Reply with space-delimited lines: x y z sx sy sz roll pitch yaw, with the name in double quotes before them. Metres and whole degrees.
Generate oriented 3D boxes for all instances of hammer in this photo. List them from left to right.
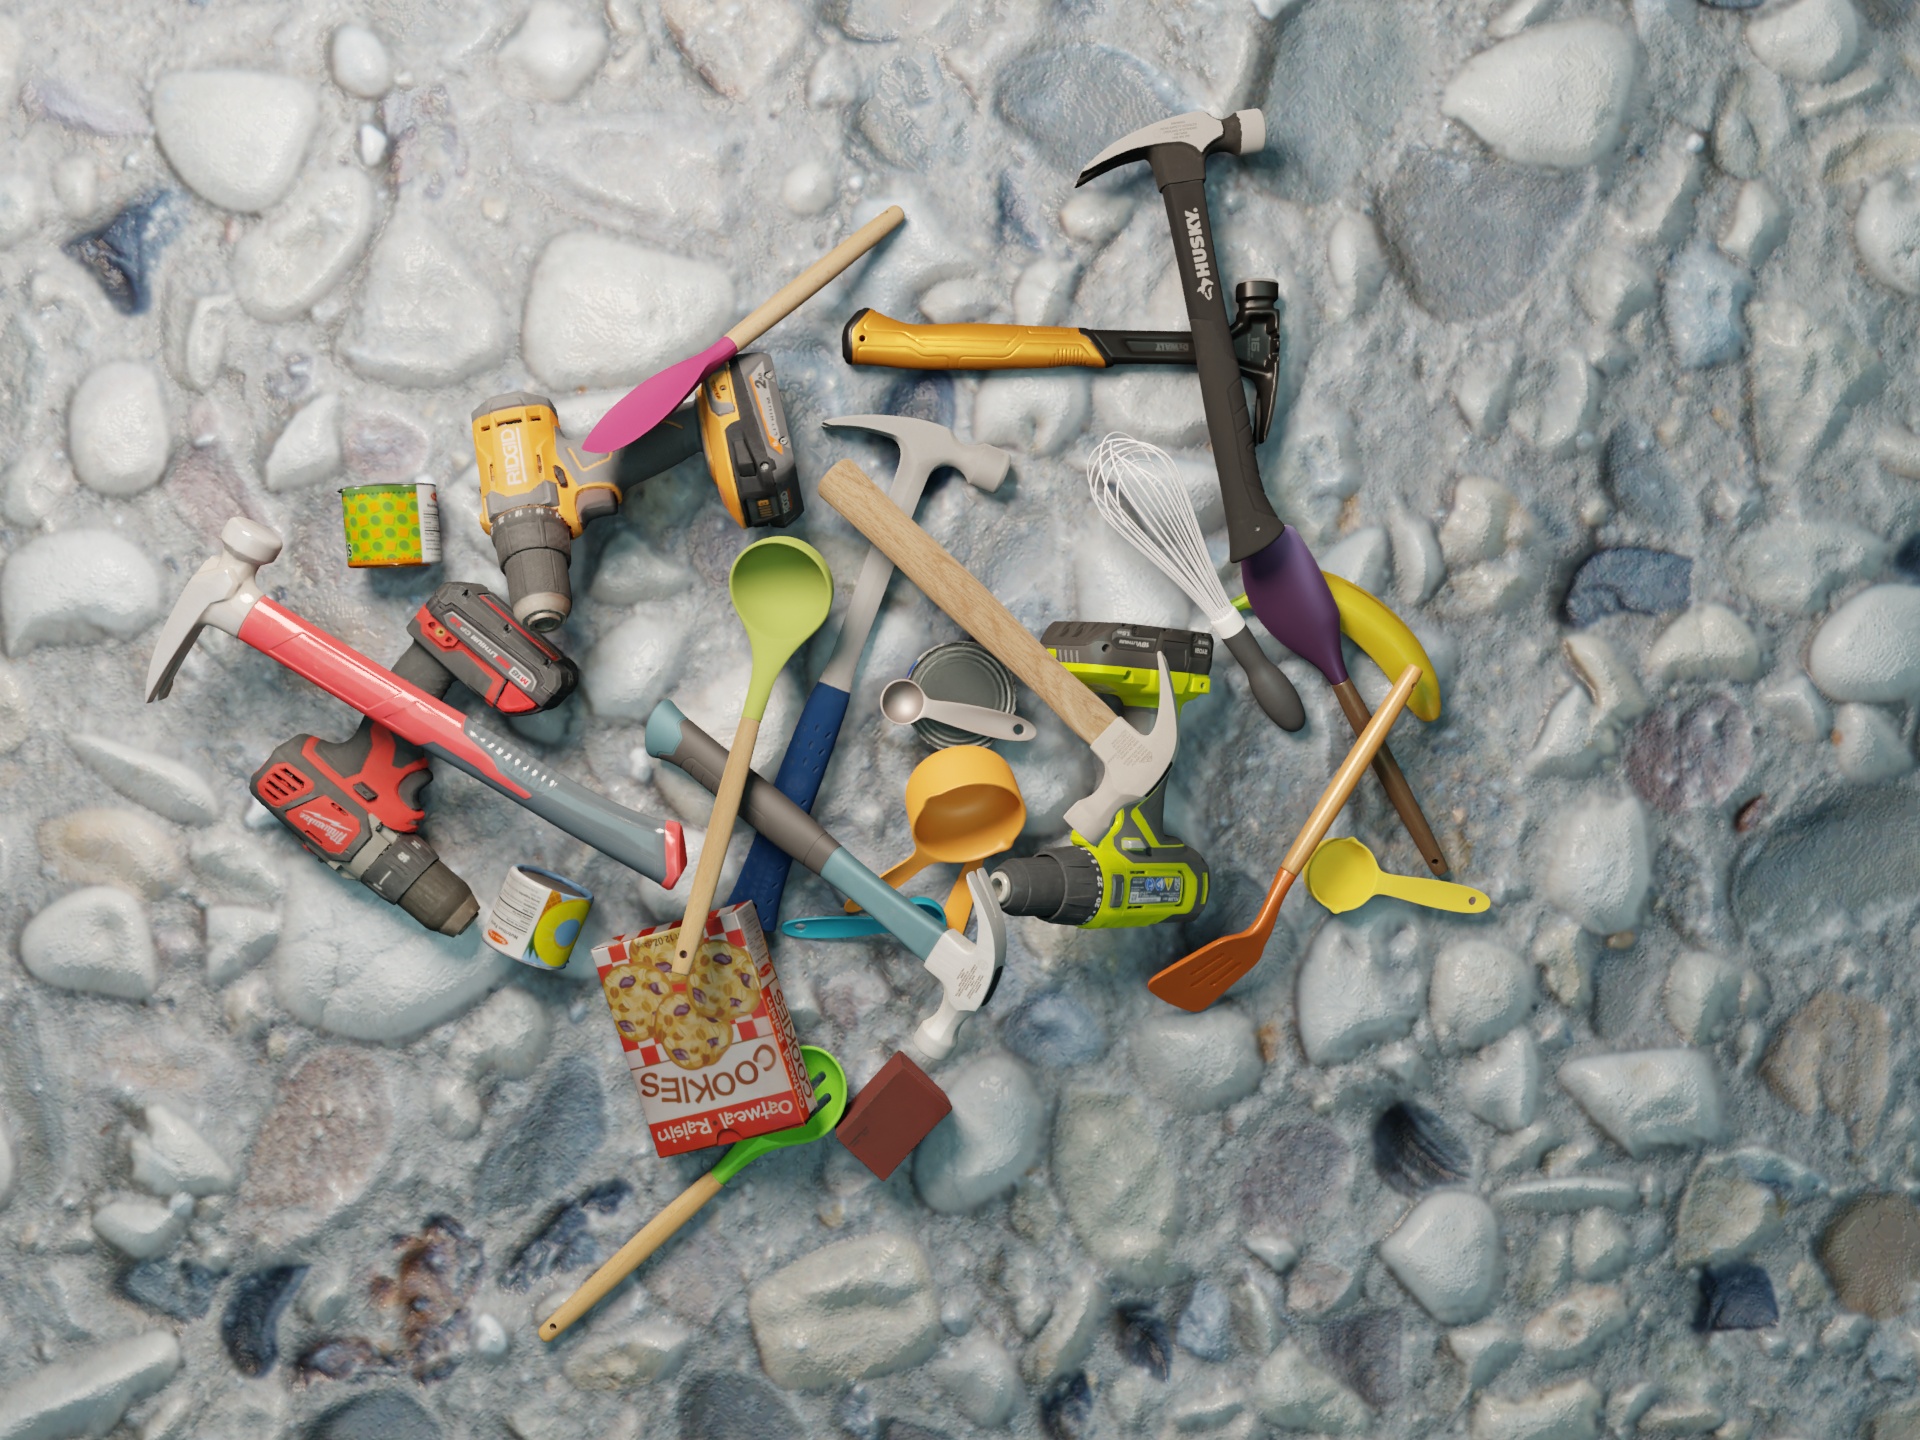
"hammer" -0.368 0.021 1.109 0.386 0.038 0.143 32 97 -6
"hammer" -0.105 0.095 1.156 0.331 0.033 0.128 37 104 16
"hammer" -0.098 -0.038 1.208 0.144 0.035 0.405 20 91 -7
"hammer" 0.023 -0.071 1.129 0.331 0.031 0.130 45 93 14
"hammer" 0.078 -0.277 1.214 0.337 0.034 0.127 0 92 -6
"hammer" 0.183 -0.284 1.187 0.146 0.035 0.335 -11 89 -6

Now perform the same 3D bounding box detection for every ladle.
"ladle" -0.159 0.023 1.131 0.078 0.062 0.320 13 79 8

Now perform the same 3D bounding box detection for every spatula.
"spatula" 0.260 0.092 1.230 0.081 0.041 0.322 32 91 -44
"spatula" 0.306 -0.009 1.243 0.060 0.018 0.315 -26 104 21

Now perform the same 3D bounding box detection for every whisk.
"whisk" 0.187 -0.101 1.211 0.070 0.070 0.284 -39 110 -3

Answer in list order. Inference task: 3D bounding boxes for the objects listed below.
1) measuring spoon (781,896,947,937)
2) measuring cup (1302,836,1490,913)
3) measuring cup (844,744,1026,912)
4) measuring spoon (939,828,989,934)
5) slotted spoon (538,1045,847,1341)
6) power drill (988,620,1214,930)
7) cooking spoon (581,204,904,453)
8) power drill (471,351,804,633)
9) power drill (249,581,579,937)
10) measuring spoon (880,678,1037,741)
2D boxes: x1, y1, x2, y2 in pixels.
"measuring spoon" -0.074 0.153 1.233 0.128 0.021 0.042 -3 125 2
"measuring cup" 0.347 0.131 1.271 0.156 0.029 0.062 12 92 -10
"measuring cup" -0.029 0.084 1.217 0.173 0.052 0.095 -37 132 22
"measuring spoon" 0.001 0.140 1.241 0.021 0.011 0.117 20 91 -7
"slotted spoon" -0.207 0.367 1.225 0.314 0.031 0.070 -43 79 0
"power drill" 0.108 0.043 1.183 0.190 0.080 0.228 4 91 -37
"cooking spoon" -0.146 -0.282 1.137 0.319 0.069 0.017 -46 129 -25
"power drill" -0.230 -0.163 1.137 0.226 0.084 0.185 -12 65 -5
"power drill" -0.379 0.030 1.165 0.188 0.080 0.226 42 91 -7
"measuring spoon" -0.002 -0.004 1.198 0.124 0.018 0.034 14 90 -14
